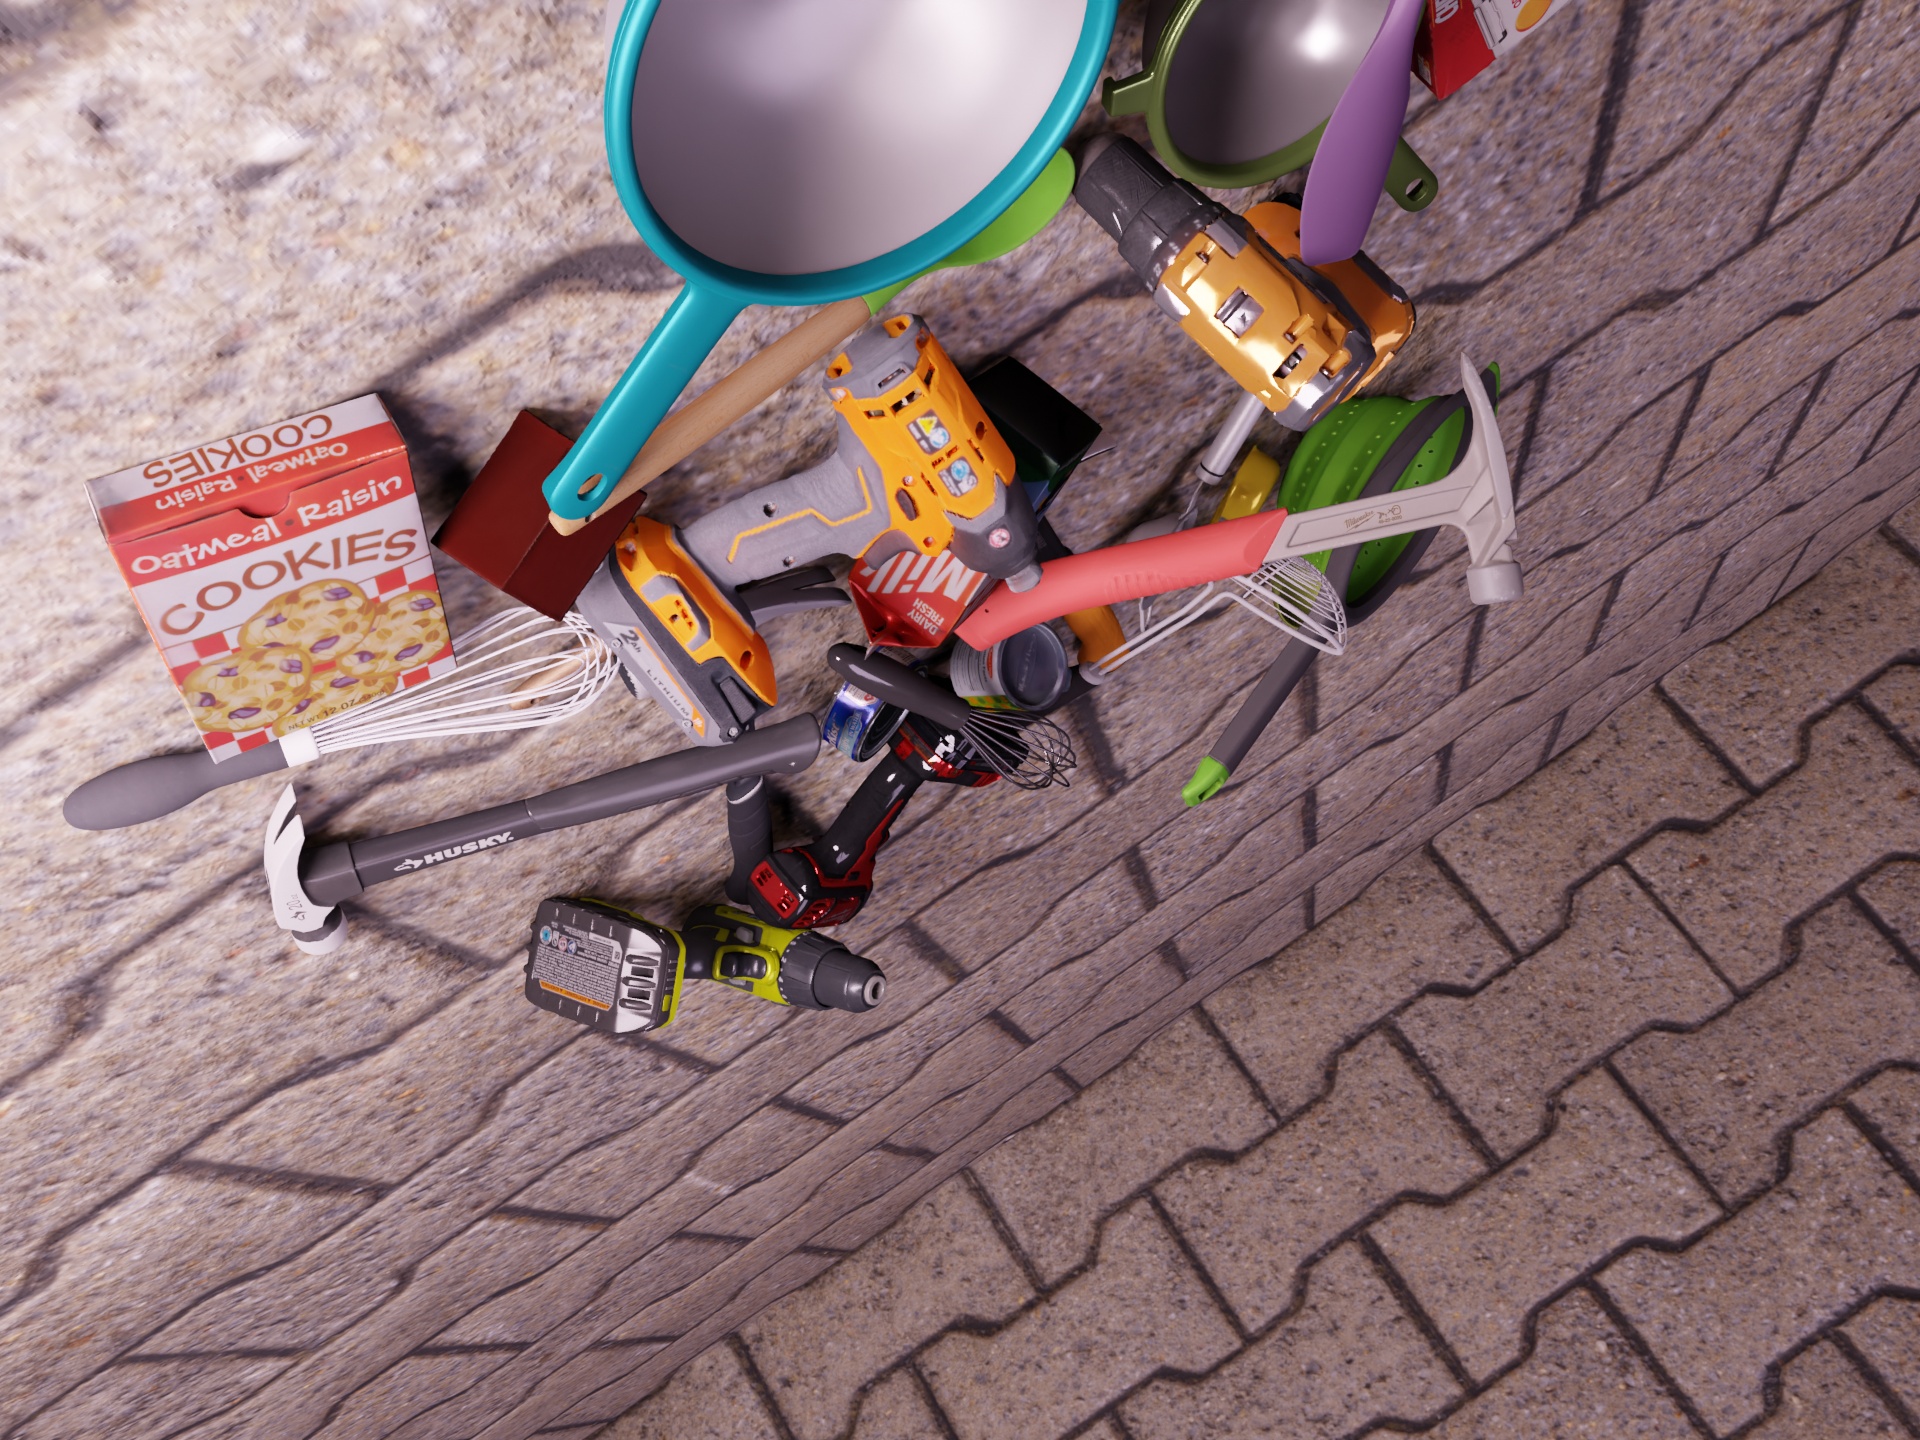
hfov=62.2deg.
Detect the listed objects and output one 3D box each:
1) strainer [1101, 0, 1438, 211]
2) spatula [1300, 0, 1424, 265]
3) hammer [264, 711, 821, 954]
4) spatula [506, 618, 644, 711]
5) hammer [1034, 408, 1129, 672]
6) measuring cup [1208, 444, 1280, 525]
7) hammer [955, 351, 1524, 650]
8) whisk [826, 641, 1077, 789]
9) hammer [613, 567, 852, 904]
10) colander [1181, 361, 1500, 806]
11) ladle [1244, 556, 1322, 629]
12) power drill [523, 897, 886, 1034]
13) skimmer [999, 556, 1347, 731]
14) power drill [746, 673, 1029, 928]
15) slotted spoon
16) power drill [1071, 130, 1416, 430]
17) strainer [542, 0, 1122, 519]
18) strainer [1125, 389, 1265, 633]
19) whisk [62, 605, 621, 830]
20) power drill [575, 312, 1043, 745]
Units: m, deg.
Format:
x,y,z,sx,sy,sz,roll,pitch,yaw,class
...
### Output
x,y,z,sx,sy,sz,roll,pitch,yaw,class
0.173,-0.329,0.799,0.151,0.069,0.256,-44,149,23,strainer
0.206,-0.352,0.704,0.059,0.018,0.315,-19,137,-33,spatula
-0.244,0.051,0.957,0.334,0.035,0.146,-16,151,-18,hammer
-0.130,-0.102,0.901,0.317,0.044,0.082,-33,157,6,spatula
0.083,-0.107,1.161,0.127,0.034,0.336,-36,157,4,hammer
0.202,-0.154,1.150,0.062,0.029,0.156,-64,174,29,measuring cup
0.156,-0.114,0.994,0.359,0.149,0.036,-11,-178,17,hammer
-0.002,-0.002,1.079,0.055,0.055,0.238,-45,135,20,whisk
-0.148,0.033,1.115,0.149,0.036,0.408,-28,156,-19,hammer
0.260,-0.115,1.209,0.397,0.095,0.204,-53,157,-5,colander
0.253,-0.116,1.294,0.078,0.062,0.320,-57,158,17,ladle
-0.185,0.181,1.178,0.228,0.191,0.080,9,90,-52,power drill
0.130,-0.036,1.168,0.127,0.090,0.363,31,144,-23,skimmer
-0.056,0.072,1.218,0.219,0.079,0.143,-48,159,13,power drill
-0.067,-0.185,0.756,0.314,0.031,0.070,-40,158,-16,slotted spoon
0.158,-0.246,0.876,0.084,0.185,0.226,-48,173,27,power drill
-0.089,-0.228,0.631,0.211,0.095,0.340,2,139,-50,strainer
0.175,-0.174,1.151,0.087,0.050,0.258,-44,166,-55,strainer
-0.309,0.000,0.819,0.284,0.070,0.070,-20,153,-21,whisk
-0.071,-0.086,0.848,0.226,0.084,0.164,-35,118,6,power drill
